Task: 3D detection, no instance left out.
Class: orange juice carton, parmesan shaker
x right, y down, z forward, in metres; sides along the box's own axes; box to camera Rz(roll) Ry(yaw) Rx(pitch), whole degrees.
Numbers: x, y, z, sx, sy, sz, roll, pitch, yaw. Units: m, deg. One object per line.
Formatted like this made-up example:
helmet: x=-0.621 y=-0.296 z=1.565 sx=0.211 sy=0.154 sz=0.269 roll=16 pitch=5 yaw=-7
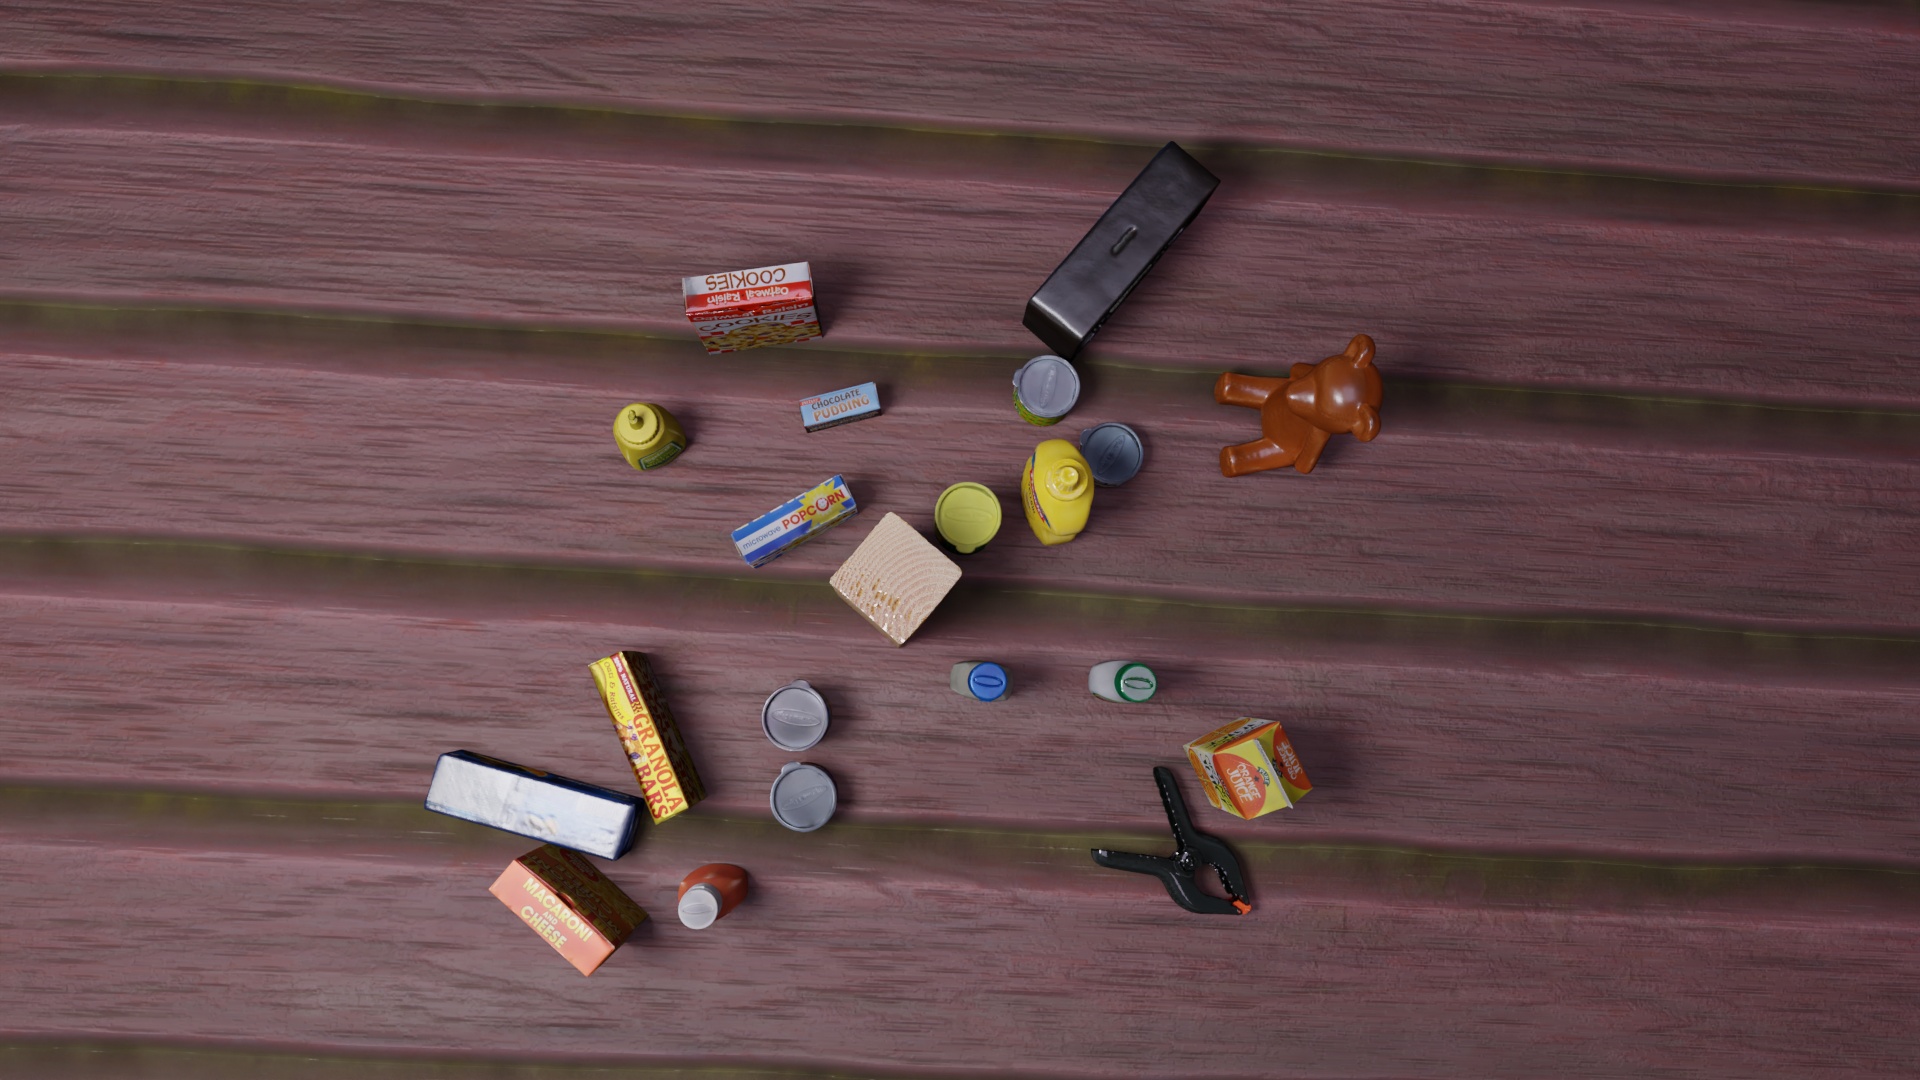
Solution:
orange juice carton: x=0.284 y=0.223 z=1.364 sx=0.073 sy=0.192 sz=0.072 roll=-25 pitch=86 yaw=-5
parmesan shaker: x=0.005 y=-0.018 z=1.422 sx=0.071 sy=0.103 sz=0.071 roll=0 pitch=84 yaw=-3

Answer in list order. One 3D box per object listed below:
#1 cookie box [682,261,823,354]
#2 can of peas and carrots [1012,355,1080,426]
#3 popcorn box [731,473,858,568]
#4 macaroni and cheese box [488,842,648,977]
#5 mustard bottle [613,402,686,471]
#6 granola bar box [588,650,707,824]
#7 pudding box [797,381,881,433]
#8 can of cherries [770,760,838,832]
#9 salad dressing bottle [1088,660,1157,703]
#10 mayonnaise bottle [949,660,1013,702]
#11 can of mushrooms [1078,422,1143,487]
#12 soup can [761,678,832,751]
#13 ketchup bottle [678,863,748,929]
cookie box: x=-0.206 y=-0.232 z=1.402 sx=0.123 sy=0.167 sz=0.040 roll=-9 pitch=85 yaw=-3
can of peas and carrots: x=0.087 y=-0.157 z=1.463 sx=0.071 sy=0.058 sz=0.071 roll=0 pitch=84 yaw=-3
popcorn box: x=-0.168 y=-0.018 z=1.422 sx=0.127 sy=0.085 sz=0.038 roll=-29 pitch=86 yaw=-5
macaroni and cheese box: x=-0.371 y=0.347 z=1.332 sx=0.124 sy=0.166 sz=0.040 roll=41 pitch=84 yaw=2
mustard bottle: x=-0.315 y=-0.107 z=1.387 sx=0.065 sy=0.160 sz=0.049 roll=-31 pitch=87 yaw=-5
granola bar box: x=-0.306 y=0.191 z=1.373 sx=0.039 sy=0.124 sz=0.165 roll=-24 pitch=86 yaw=-5
pudding box: x=-0.126 y=-0.139 z=1.455 sx=0.084 sy=0.049 sz=0.030 roll=-14 pitch=85 yaw=-4
can of cherries: x=-0.158 y=0.256 z=1.406 sx=0.071 sy=0.058 sz=0.071 roll=0 pitch=84 yaw=-3
salad dressing bottle: x=0.165 y=0.142 z=1.389 sx=0.064 sy=0.147 sz=0.044 roll=8 pitch=84 yaw=-2
mayonnaise bottle: x=0.024 y=0.140 z=1.383 sx=0.065 sy=0.148 sz=0.041 roll=7 pitch=84 yaw=-2
can of mushrooms: x=0.157 y=-0.092 z=1.472 sx=0.071 sy=0.033 sz=0.071 roll=0 pitch=84 yaw=-3
soup can: x=-0.163 y=0.175 z=1.402 sx=0.071 sy=0.083 sz=0.071 roll=0 pitch=84 yaw=-3
ketchup bottle: x=-0.245 y=0.345 z=1.347 sx=0.065 sy=0.148 sz=0.043 roll=-4 pitch=85 yaw=-3
